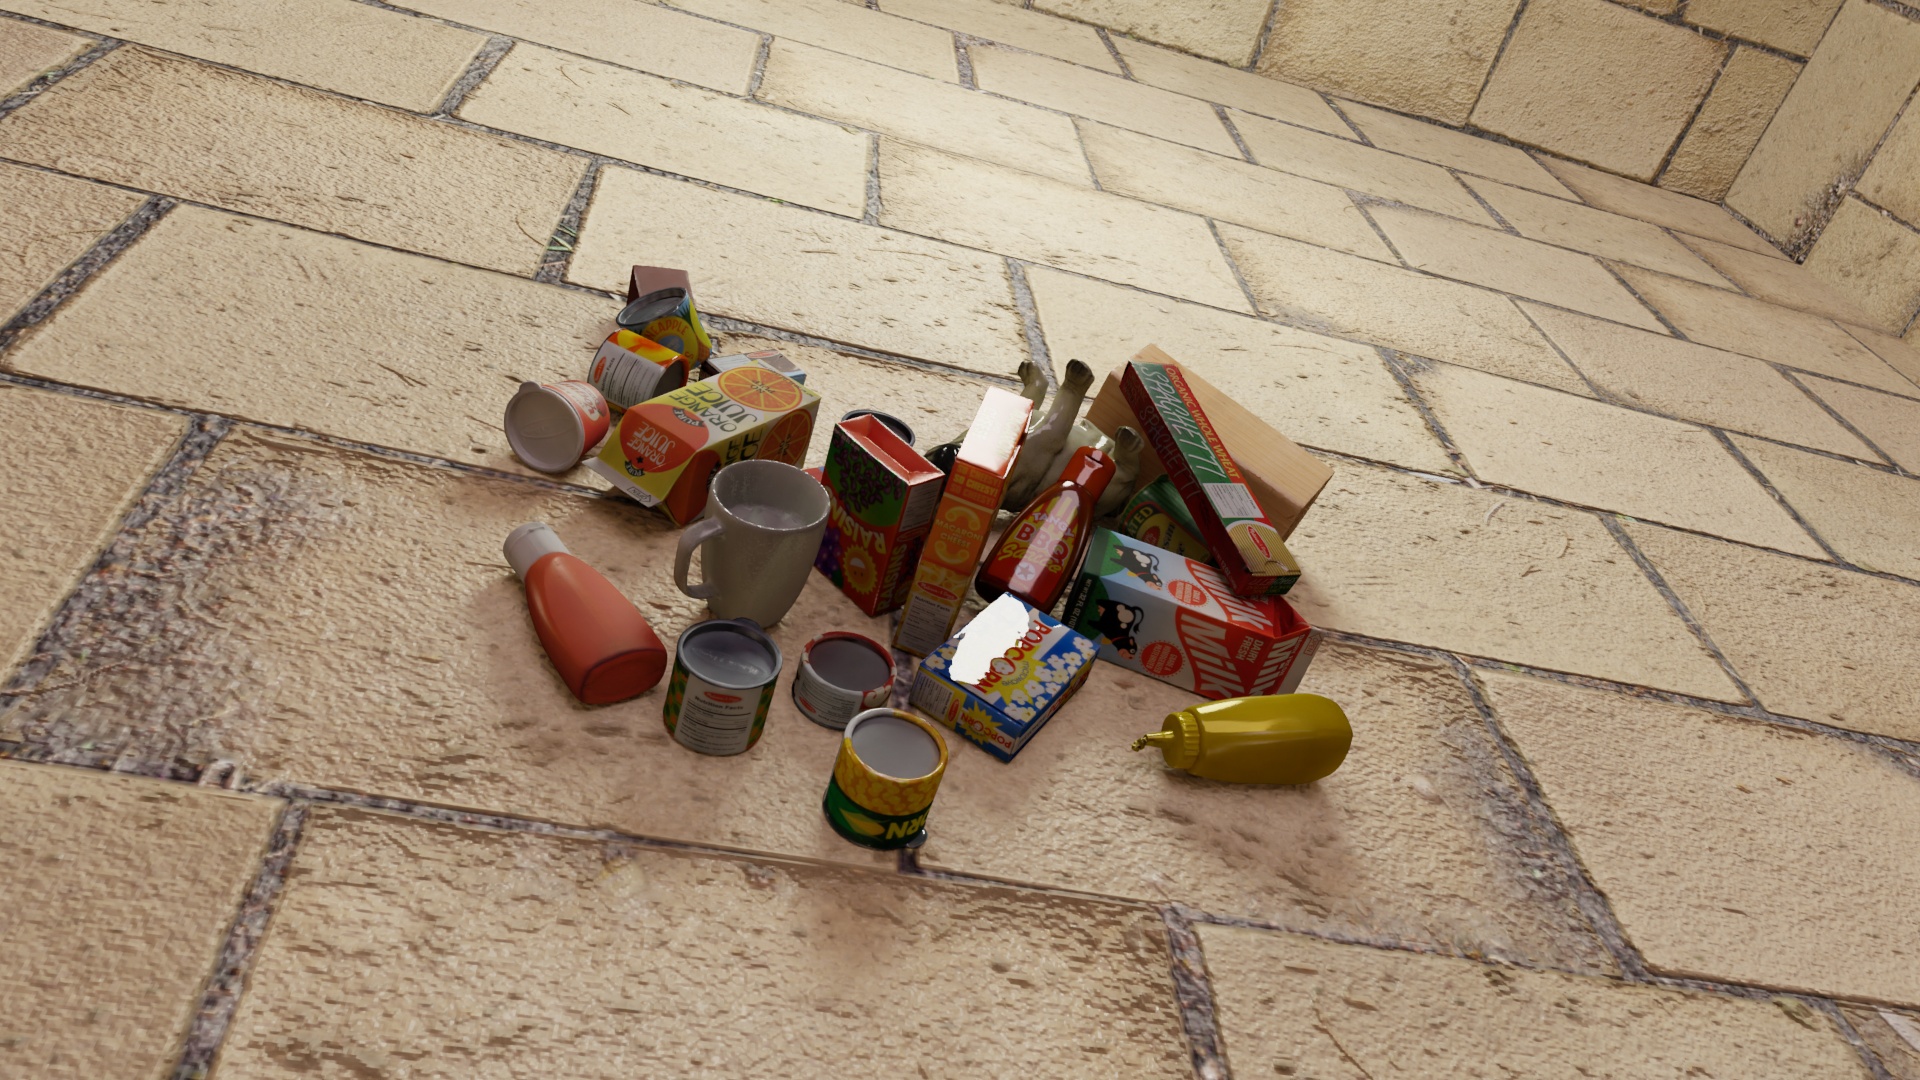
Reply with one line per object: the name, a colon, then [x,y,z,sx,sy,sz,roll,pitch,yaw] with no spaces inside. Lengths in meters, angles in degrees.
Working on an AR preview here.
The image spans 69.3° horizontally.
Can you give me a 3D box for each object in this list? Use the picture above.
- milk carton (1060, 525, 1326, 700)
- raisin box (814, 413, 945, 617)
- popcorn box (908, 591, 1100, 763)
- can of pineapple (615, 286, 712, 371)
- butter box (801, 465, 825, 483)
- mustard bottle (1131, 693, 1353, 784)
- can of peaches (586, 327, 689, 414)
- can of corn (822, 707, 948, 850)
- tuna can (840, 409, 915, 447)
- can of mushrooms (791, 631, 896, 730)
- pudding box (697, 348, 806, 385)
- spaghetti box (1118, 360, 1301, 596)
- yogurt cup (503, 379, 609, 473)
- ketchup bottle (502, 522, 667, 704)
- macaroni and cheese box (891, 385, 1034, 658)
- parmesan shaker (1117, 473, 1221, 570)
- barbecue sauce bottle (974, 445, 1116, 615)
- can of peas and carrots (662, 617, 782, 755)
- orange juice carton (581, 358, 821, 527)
milk carton: [0.179,0.065,1.073,0.191,0.072,0.074,20,32,2]
raisin box: [-0.066,-0.018,1.024,0.040,0.122,0.086,-20,49,-43]
popcorn box: [0.033,0.094,0.986,0.085,0.038,0.127,29,34,18]
can of pineapple: [-0.255,-0.178,1.201,0.071,0.057,0.071,-15,33,10]
butter box: [-0.118,-0.033,1.111,0.104,0.024,0.053,-13,45,-39]
mustard bottle: [0.194,0.140,0.979,0.160,0.065,0.049,3,40,-17]
can of peaches: [-0.265,-0.135,1.149,0.058,0.071,0.071,25,33,9]
can of corn: [-0.044,0.146,0.850,0.071,0.058,0.071,13,33,-9]
tuna can: [-0.076,-0.082,1.196,0.071,0.032,0.071,13,33,-9]
can of mushrooms: [-0.077,0.093,0.937,0.071,0.033,0.071,13,33,-8]
pudding box: [-0.185,-0.142,1.234,0.084,0.030,0.050,-17,46,-43]
spaghetti box: [0.198,-0.056,1.131,0.050,0.028,0.251,0,46,-26]
yogurt cup: [-0.306,-0.091,1.066,0.072,0.072,0.054,24,25,8]
ketchup bottle: [-0.253,0.043,0.910,0.065,0.043,0.149,-11,43,-40]
macaroni and cheese box: [0.004,-0.013,1.011,0.040,0.165,0.124,21,32,1]
parmesan shaker: [0.193,0.001,1.176,0.071,0.071,0.103,-14,45,-41]
barbecue sauce bottle: [0.072,-0.008,1.088,0.065,0.043,0.149,30,66,8]
can of peas and carrots: [-0.150,0.091,0.878,0.071,0.058,0.071,14,32,-9]
orange juice carton: [-0.200,-0.073,1.084,0.072,0.072,0.193,32,35,19]
